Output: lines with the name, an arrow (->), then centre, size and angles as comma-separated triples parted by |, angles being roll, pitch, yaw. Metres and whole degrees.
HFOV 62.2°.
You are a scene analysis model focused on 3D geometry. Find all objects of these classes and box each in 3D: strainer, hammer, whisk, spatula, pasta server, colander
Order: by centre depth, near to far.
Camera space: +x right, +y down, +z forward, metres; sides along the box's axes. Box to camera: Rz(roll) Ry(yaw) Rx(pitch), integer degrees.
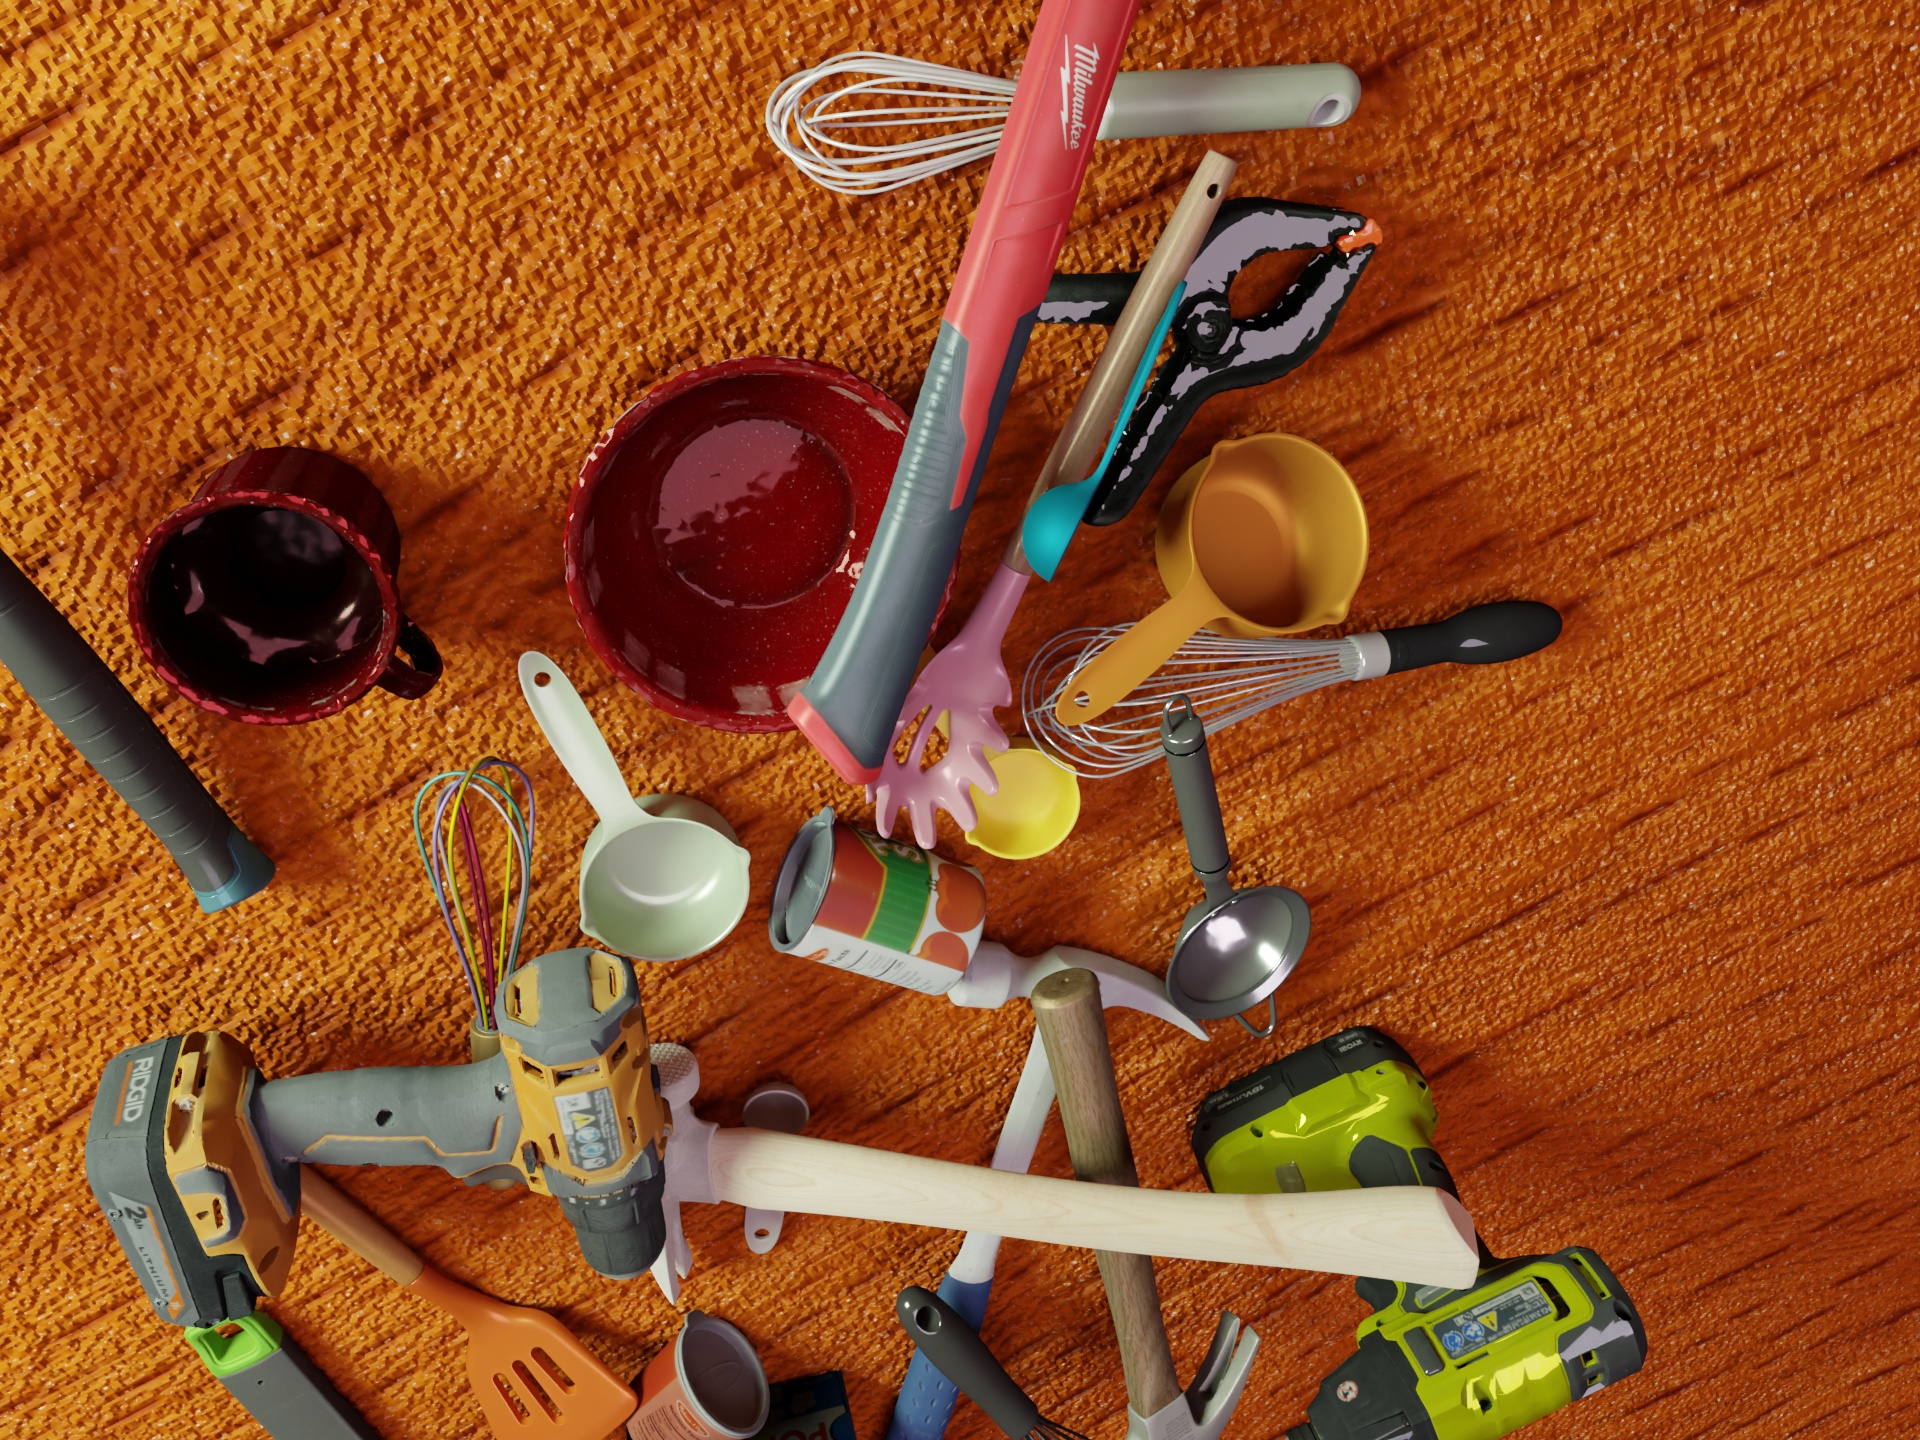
hammer -> -0.355, -0.045, 0.586 | 0.033, 0.128, 0.330 | -23, 128, -2
hammer -> 0.026, -0.153, 0.608 | 0.143, 0.038, 0.386 | 10, 108, -28
whisk -> 0.045, -0.241, 0.625 | 0.246, 0.059, 0.057 | -9, 154, -15
pasta server -> 0.038, -0.085, 0.670 | 0.060, 0.040, 0.316 | 17, 113, -24
whisk -> -0.220, 0.125, 0.737 | 0.051, 0.047, 0.244 | -2, 119, -15
whisk -> 0.164, -0.025, 0.756 | 0.284, 0.070, 0.070 | -9, 118, -15
strainer -> 0.122, 0.071, 0.770 | 0.087, 0.050, 0.258 | -30, 138, -8
hammer -> 0.037, 0.245, 0.778 | 0.410, 0.038, 0.146 | 4, 116, 10
spatula -> -0.290, 0.268, 0.790 | 0.081, 0.041, 0.322 | -35, 118, 5
hammer -> 0.087, 0.274, 0.840 | 0.130, 0.031, 0.331 | -24, 116, -25
colander -> -0.297, 0.468, 0.857 | 0.204, 0.095, 0.396 | -24, 119, -2
hammer -> 0.015, 0.302, 0.889 | 0.144, 0.035, 0.405 | 9, 113, -18
whisk -> 0.031, 0.394, 0.894 | 0.055, 0.055, 0.238 | -34, 114, 3

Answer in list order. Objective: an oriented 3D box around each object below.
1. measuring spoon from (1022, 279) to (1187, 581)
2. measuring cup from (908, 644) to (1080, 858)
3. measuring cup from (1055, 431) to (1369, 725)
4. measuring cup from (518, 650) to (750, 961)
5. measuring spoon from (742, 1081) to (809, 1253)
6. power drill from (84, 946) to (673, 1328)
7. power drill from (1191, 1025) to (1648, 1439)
measuring spoon -> 0.054, -0.117, 0.632 | 0.021, 0.042, 0.128 | 25, 100, 2
measuring cup -> -0.001, -0.002, 0.746 | 0.062, 0.029, 0.156 | -35, 107, 7
measuring cup -> 0.099, -0.053, 0.697 | 0.173, 0.052, 0.095 | -40, 99, -14
measuring cup -> -0.153, 0.033, 0.712 | 0.083, 0.038, 0.167 | -25, 117, -2
measuring spoon -> -0.101, 0.235, 0.841 | 0.034, 0.018, 0.124 | 5, 121, -8
power drill -> -0.243, 0.202, 0.717 | 0.226, 0.084, 0.185 | -10, 125, -11
power drill -> 0.212, 0.271, 0.817 | 0.171, 0.223, 0.080 | -24, 119, -2
